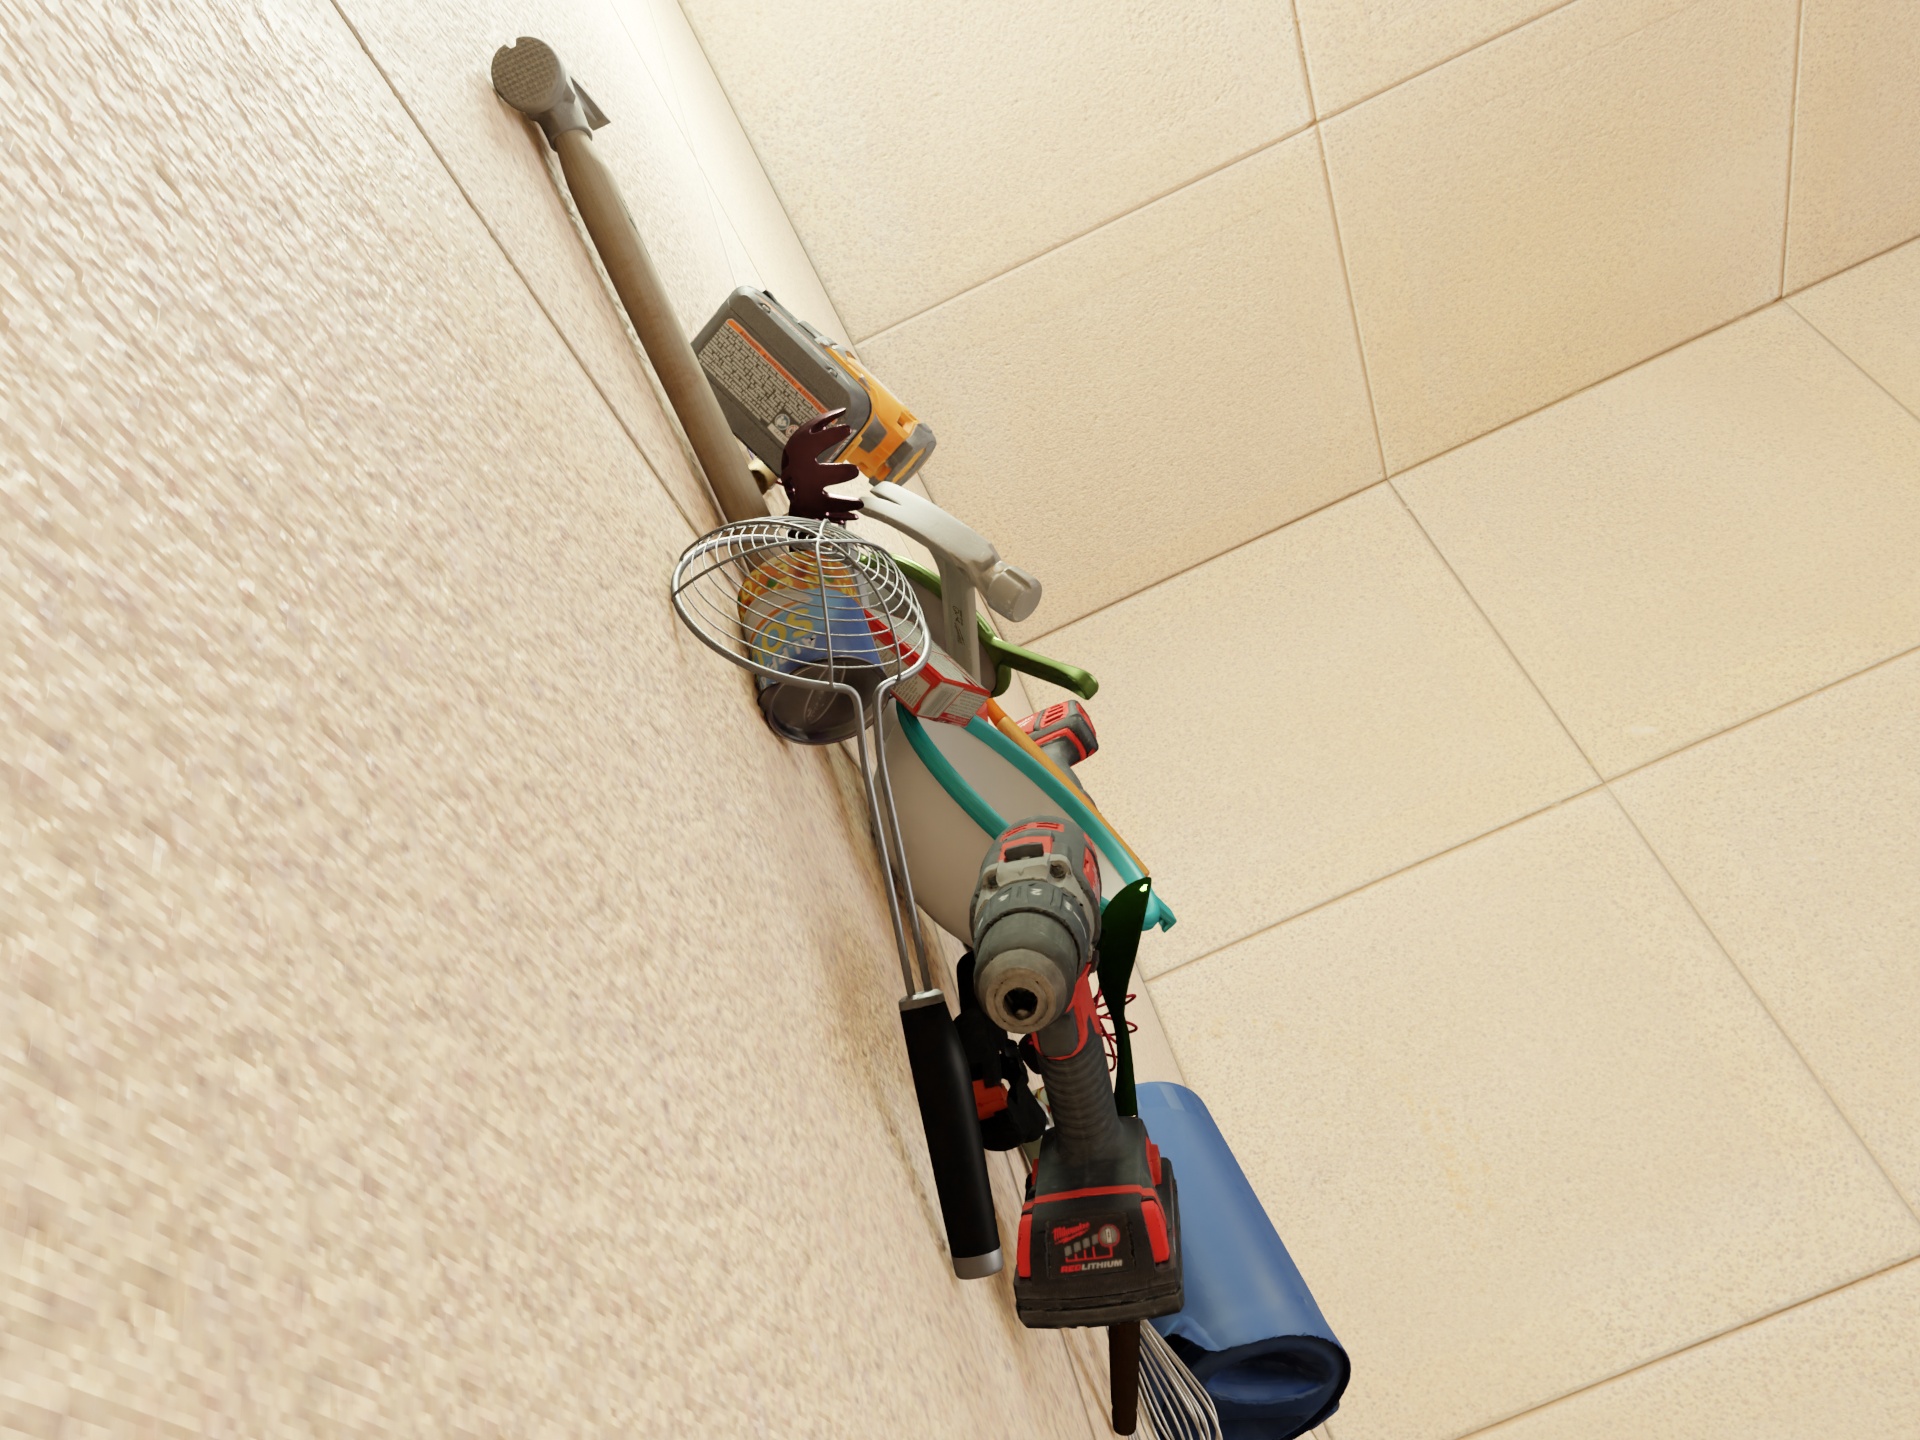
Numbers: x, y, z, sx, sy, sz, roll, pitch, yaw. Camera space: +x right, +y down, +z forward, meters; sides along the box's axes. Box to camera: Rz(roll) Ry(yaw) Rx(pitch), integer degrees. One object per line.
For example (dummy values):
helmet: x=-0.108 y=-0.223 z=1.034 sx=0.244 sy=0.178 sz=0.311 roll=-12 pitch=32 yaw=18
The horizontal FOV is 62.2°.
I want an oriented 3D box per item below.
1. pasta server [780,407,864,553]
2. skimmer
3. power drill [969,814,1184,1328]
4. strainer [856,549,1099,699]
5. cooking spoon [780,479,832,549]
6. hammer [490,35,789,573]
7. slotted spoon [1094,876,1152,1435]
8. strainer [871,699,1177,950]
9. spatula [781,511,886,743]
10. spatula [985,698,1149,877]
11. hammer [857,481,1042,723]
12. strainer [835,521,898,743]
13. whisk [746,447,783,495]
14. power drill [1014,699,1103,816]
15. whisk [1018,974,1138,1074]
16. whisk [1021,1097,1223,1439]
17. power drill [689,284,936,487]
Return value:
pasta server: x=-0.091 y=-0.128 z=0.988 sx=0.316 sy=0.040 sz=0.060 roll=147 pitch=-68 yaw=-83
skimmer: x=-0.046 y=0.072 z=0.742 sx=0.090 sy=0.127 sz=0.363 roll=-21 pitch=-101 yaw=52
power drill: x=0.049 y=0.171 z=0.752 sx=0.188 sy=0.080 sz=0.226 roll=-65 pitch=145 yaw=-76
strainer: x=-0.004 y=-0.040 z=1.194 sx=0.257 sy=0.069 sz=0.151 roll=23 pitch=-27 yaw=47
cooking spoon: x=-0.092 y=-0.103 z=1.293 sx=0.069 sy=0.017 sz=0.318 roll=-102 pitch=168 yaw=-68
hammer: x=-0.156 y=-0.189 z=0.943 sx=0.146 sy=0.038 sz=0.410 roll=-84 pitch=150 yaw=-83
slotted spoon: x=0.090 y=0.241 z=0.875 sx=0.070 sy=0.031 sz=0.314 roll=-46 pitch=135 yaw=-83
strainer: x=-0.025 y=0.040 z=1.012 sx=0.341 sy=0.095 sz=0.210 roll=45 pitch=12 yaw=24
spatula: x=-0.061 y=-0.011 z=1.188 sx=0.060 sy=0.018 sz=0.315 roll=-107 pitch=173 yaw=-75
spatula: x=0.045 y=0.025 z=1.366 sx=0.323 sy=0.041 sz=0.081 roll=48 pitch=12 yaw=23
hammer: x=-0.002 y=-0.004 z=1.147 sx=0.149 sy=0.037 sz=0.358 roll=35 pitch=-31 yaw=30
strainer: x=-0.062 y=-0.026 z=1.141 sx=0.087 sy=0.050 sz=0.258 roll=-67 pitch=139 yaw=-75
whisk: x=-0.131 y=-0.175 z=1.110 sx=0.245 sy=0.051 sz=0.047 roll=-86 pitch=157 yaw=-73
power drill: x=0.064 y=0.074 z=1.471 sx=0.078 sy=0.143 sz=0.220 roll=58 pitch=14 yaw=-28
whisk: x=0.065 y=0.204 z=1.033 sx=0.295 sy=0.073 sz=0.073 roll=104 pitch=-36 yaw=-72
whisk: x=0.089 y=0.339 z=0.955 sx=0.057 sy=0.059 sz=0.247 roll=9 pitch=47 yaw=-50
power drill: x=-0.116 y=-0.238 z=1.096 sx=0.185 sy=0.084 sz=0.226 roll=44 pitch=14 yaw=4
